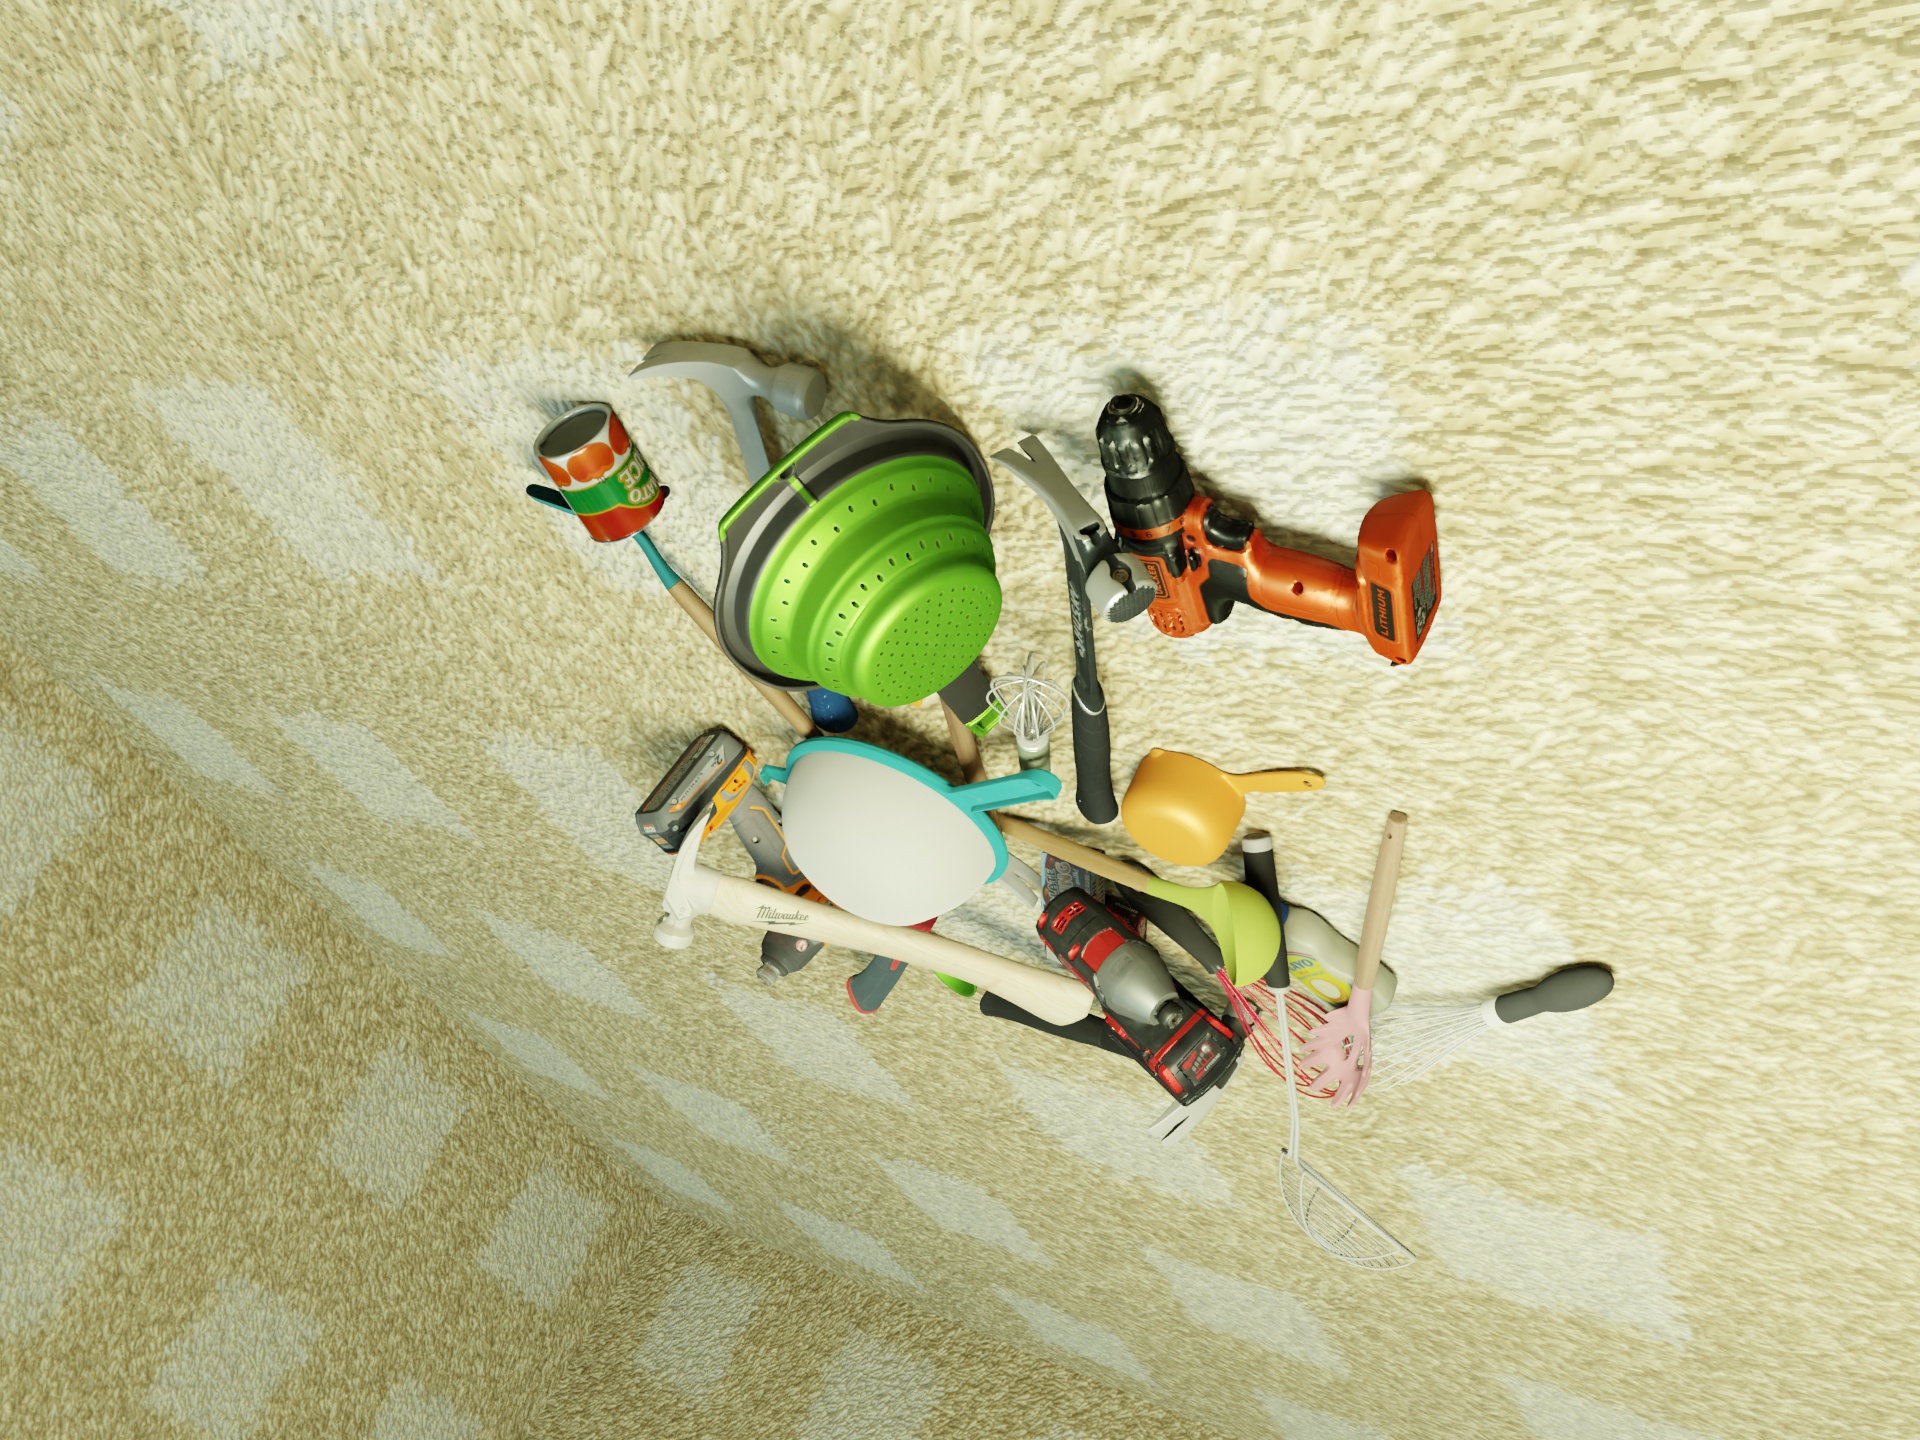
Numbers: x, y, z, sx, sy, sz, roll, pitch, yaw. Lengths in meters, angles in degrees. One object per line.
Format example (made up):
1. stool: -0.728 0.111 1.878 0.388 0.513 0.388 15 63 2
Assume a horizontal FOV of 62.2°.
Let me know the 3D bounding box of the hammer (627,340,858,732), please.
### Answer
1. hammer: -0.135 -0.123 1.194 0.144 0.035 0.405 19 149 20

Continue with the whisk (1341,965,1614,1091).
1. whisk: 0.394 0.232 1.234 0.070 0.070 0.284 36 146 -9

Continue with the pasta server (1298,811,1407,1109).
1. pasta server: 0.304 0.186 1.202 0.060 0.040 0.316 39 147 36

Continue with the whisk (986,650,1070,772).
1. whisk: 0.053 0.008 1.168 0.058 0.059 0.246 6 164 6

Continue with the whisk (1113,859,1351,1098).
1. whisk: 0.235 0.220 1.364 0.295 0.073 0.073 44 149 -12

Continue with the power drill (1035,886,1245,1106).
1. power drill: 0.153 0.232 1.316 0.143 0.078 0.219 40 172 39

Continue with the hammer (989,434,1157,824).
1. hammer: 0.083 -0.032 1.088 0.149 0.036 0.408 59 171 28

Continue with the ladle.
1. ladle: 0.125 0.128 1.265 0.320 0.062 0.078 20 124 47

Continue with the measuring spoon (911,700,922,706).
1. measuring spoon: -0.058 -0.047 1.263 0.021 0.011 0.116 9 145 35

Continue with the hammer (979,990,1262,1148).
1. hammer: 0.131 0.307 1.542 0.335 0.146 0.035 5 145 52

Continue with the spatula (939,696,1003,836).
1. spatula: -0.002 -0.004 1.259 0.060 0.018 0.315 11 141 26

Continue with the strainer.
1. strainer: -0.038 0.101 1.292 0.210 0.095 0.340 39 152 -21

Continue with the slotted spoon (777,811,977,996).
1. slotted spoon: -0.097 0.181 1.646 0.313 0.031 0.070 41 150 -14

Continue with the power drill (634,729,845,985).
1. power drill: -0.200 0.137 1.533 0.226 0.164 0.084 45 154 -20

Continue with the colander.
1. colander: -0.017 -0.047 1.055 0.095 0.204 0.396 48 180 29

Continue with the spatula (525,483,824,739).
1. spatula: -0.225 -0.086 1.300 0.317 0.044 0.082 48 -179 -17

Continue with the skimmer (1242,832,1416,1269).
1. skimmer: 0.282 0.257 1.238 0.127 0.090 0.363 -152 51 -75

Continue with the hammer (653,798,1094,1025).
1. hammer: -0.069 0.195 1.475 0.410 0.038 0.146 17 112 -8

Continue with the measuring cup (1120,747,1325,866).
1. measuring cup: 0.190 0.066 1.162 0.095 0.052 0.174 45 150 -24

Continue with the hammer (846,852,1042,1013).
1. hammer: -0.037 0.216 1.587 0.143 0.038 0.386 29 145 1
